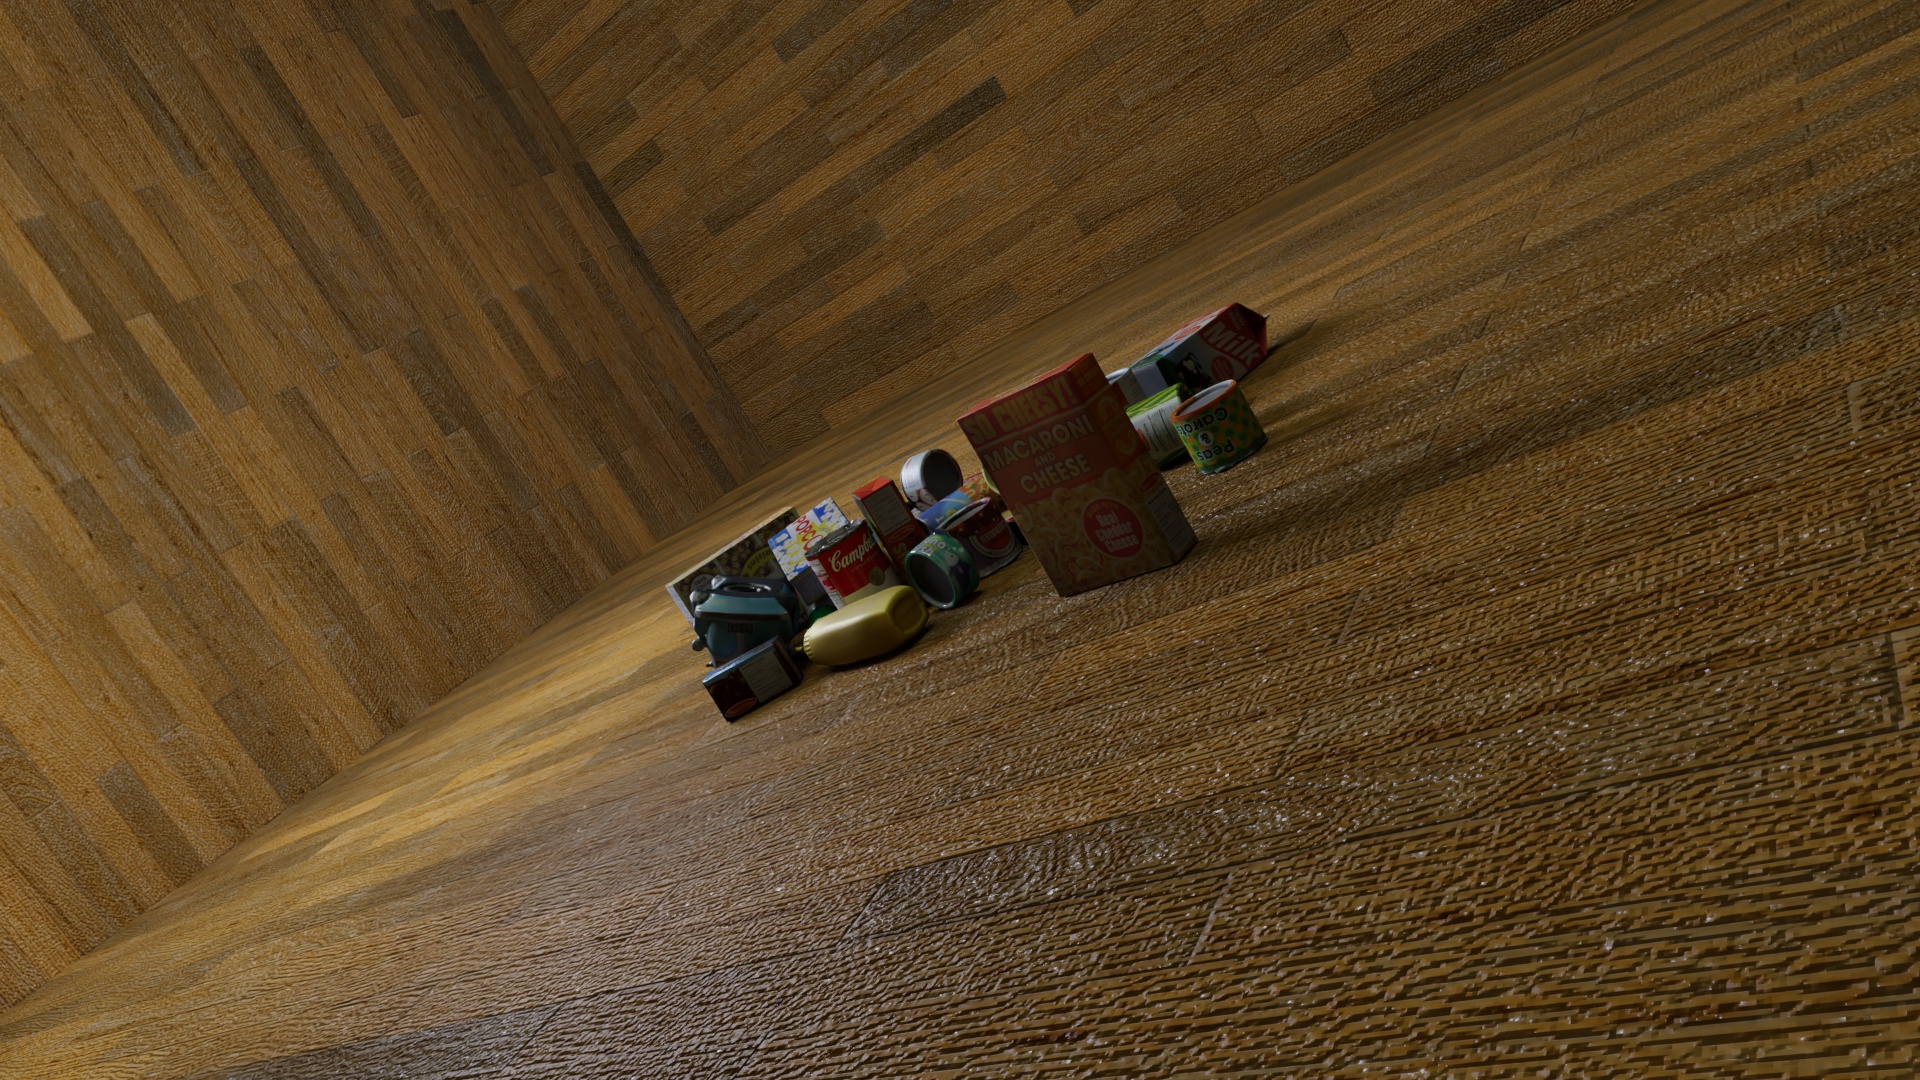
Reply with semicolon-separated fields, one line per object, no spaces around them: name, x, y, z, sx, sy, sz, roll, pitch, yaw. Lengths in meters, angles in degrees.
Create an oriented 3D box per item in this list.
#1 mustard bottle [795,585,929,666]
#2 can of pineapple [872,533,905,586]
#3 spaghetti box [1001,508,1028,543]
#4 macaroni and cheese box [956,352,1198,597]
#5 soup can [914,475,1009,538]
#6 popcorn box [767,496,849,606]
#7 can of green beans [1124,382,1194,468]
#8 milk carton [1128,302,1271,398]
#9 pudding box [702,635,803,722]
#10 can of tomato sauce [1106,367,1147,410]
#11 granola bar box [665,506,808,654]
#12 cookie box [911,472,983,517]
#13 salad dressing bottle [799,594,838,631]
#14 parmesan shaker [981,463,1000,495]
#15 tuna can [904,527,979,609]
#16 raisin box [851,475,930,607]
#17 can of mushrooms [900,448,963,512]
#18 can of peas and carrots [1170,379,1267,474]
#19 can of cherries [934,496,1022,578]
mustard bottle;-0.100;0.086;1.287;0.159;0.048;0.065;-22;14;43
can of pineapple;-0.074;0.022;1.467;0.057;0.071;0.071;-25;12;31
spaghetti box;0.095;-0.021;1.292;0.050;0.028;0.250;-34;11;-17
macaroni and cheese box;0.088;-0.047;1.062;0.123;0.166;0.040;-20;14;45
soup can;0.005;-0.018;1.426;0.084;0.071;0.071;-34;11;-15
popcorn box;-0.147;0.009;1.452;0.085;0.038;0.127;-35;26;-4
can of green beans;0.196;-0.108;1.312;0.057;0.071;0.071;-26;12;25
milk carton;0.263;-0.198;1.515;0.191;0.073;0.072;-38;12;-33
pudding box;-0.201;0.133;1.344;0.083;0.049;0.030;-29;9;10
can of tomato sauce;0.164;-0.126;1.433;0.071;0.083;0.071;-30;11;6
granola bar box;-0.226;0.056;1.561;0.166;0.124;0.039;-35;11;-21
cookie box;-0.029;-0.017;1.581;0.122;0.040;0.168;-22;14;38
salad dressing bottle;-0.140;0.070;1.451;0.044;0.064;0.148;-48;16;12
parmesan shaker;0.081;-0.080;1.413;0.103;0.071;0.071;-9;-8;-45
tuna can;-0.018;0.026;1.275;0.033;0.071;0.071;-40;13;-32
raisin box;-0.057;0.000;1.360;0.040;0.123;0.086;-32;10;-7
can of mushrooms;-0.029;-0.065;1.525;0.033;0.071;0.071;-18;16;43
can of peas and carrots;0.224;-0.098;1.212;0.071;0.058;0.071;-30;10;6
can of cherries;0.019;-0.002;1.334;0.071;0.058;0.071;-30;10;6
